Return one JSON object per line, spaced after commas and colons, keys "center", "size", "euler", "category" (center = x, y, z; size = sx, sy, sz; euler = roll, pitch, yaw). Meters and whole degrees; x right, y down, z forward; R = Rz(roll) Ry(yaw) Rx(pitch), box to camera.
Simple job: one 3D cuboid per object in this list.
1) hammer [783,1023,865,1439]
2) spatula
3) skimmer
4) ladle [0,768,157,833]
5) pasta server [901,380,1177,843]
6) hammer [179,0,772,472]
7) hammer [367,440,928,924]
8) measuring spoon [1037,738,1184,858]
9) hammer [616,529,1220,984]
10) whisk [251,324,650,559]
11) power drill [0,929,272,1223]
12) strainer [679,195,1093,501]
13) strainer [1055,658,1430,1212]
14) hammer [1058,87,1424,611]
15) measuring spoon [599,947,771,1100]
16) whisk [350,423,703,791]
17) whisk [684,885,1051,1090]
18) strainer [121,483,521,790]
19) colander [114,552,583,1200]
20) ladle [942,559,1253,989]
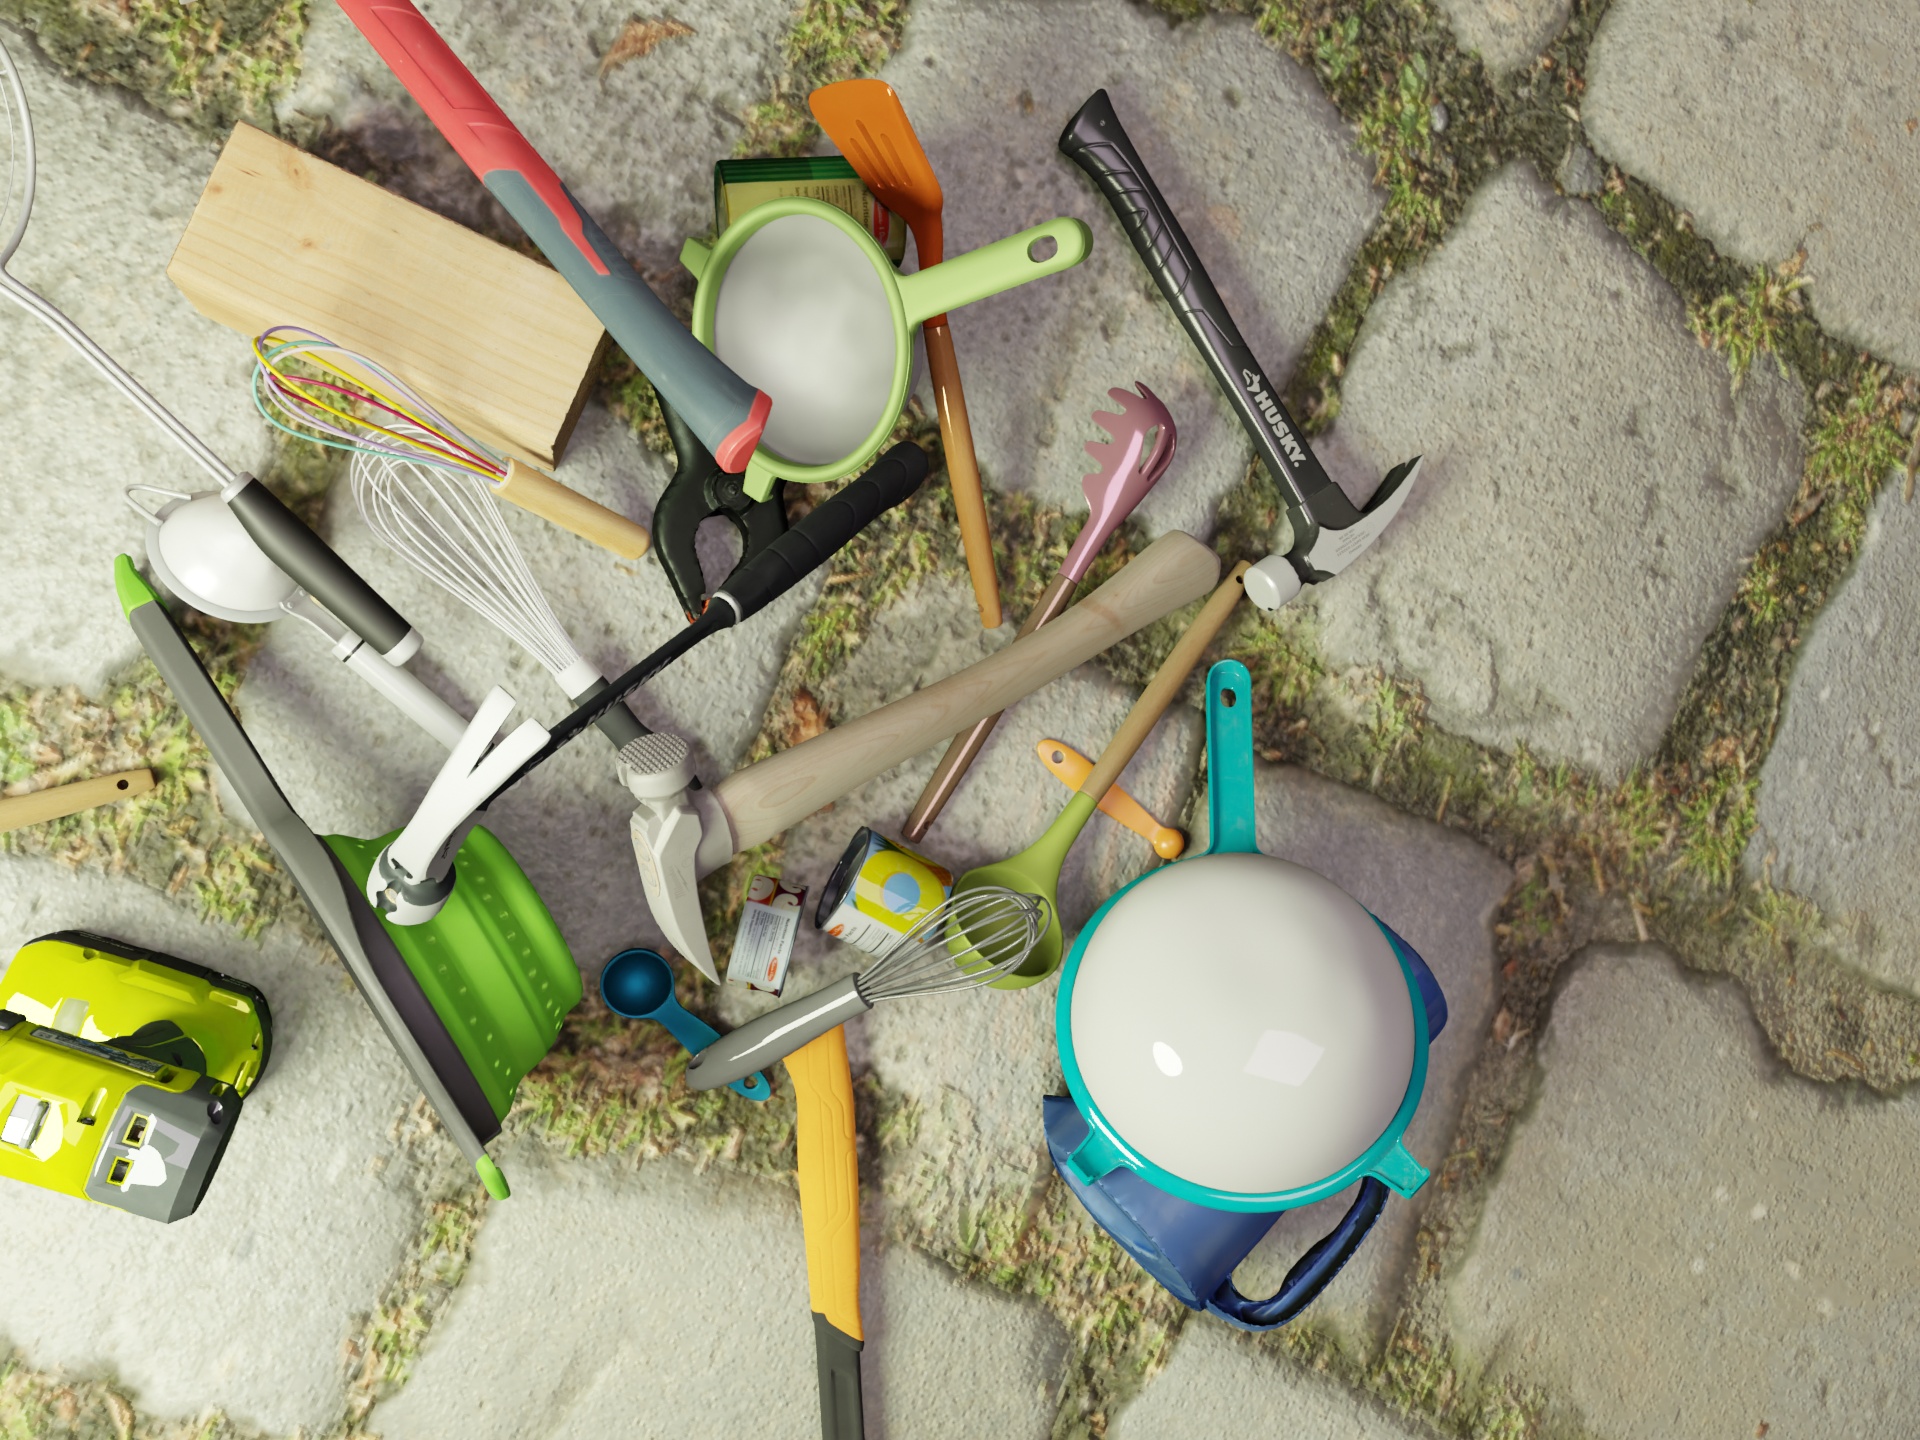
{"center": [-0.066, 0.334, 0.940], "size": [0.127, 0.034, 0.337], "euler": [-5, 90, -13], "category": "hammer"}
{"center": [-0.017, -0.200, 0.913], "size": [0.041, 0.081, 0.322], "euler": [-26, 116, -30], "category": "spatula"}
{"center": [-0.382, -0.174, 0.774], "size": [0.090, 0.127, 0.363], "euler": [-31, 116, 20], "category": "skimmer"}
{"center": [-0.584, 0.071, 0.821], "size": [0.315, 0.031, 0.069], "euler": [-15, 95, -16], "category": "ladle"}
{"center": [0.047, -0.065, 0.975], "size": [0.060, 0.040, 0.316], "euler": [33, 87, -41], "category": "pasta server"}
{"center": [-0.239, -0.275, 0.826], "size": [0.143, 0.038, 0.386], "euler": [-33, 78, -37], "category": "hammer"}
{"center": [-0.130, -0.053, 0.814], "size": [0.036, 0.149, 0.409], "euler": [44, 45, 0], "category": "hammer"}
{"center": [0.095, 0.049, 0.996], "size": [0.117, 0.011, 0.021], "euler": [38, 81, -10], "category": "measuring spoon"}
{"center": [-0.001, -0.003, 0.909], "size": [0.410, 0.038, 0.146], "euler": [-29, 130, -30], "category": "hammer"}
{"center": [-0.260, -0.136, 0.838], "size": [0.244, 0.047, 0.051], "euler": [27, 84, -47], "category": "whisk"}
{"center": [-0.430, 0.158, 0.752], "size": [0.190, 0.228, 0.080], "euler": [22, 84, -13], "category": "power drill"}
{"center": [-0.030, -0.219, 0.851], "size": [0.069, 0.256, 0.151], "euler": [-24, 101, -54], "category": "strainer"}
{"center": [0.161, 0.097, 0.904], "size": [0.211, 0.095, 0.341], "euler": [1, 62, 4], "category": "strainer"}
{"center": [0.165, -0.245, 1.003], "size": [0.146, 0.035, 0.335], "euler": [-33, 94, -19], "category": "hammer"}
{"center": [-0.158, 0.179, 0.932], "size": [0.042, 0.021, 0.128], "euler": [-43, 108, 2], "category": "measuring spoon"}
{"center": [-0.237, -0.050, 0.898], "size": [0.070, 0.070, 0.284], "euler": [-41, 103, -11], "category": "whisk"}
{"center": [-0.055, 0.155, 0.890], "size": [0.239, 0.055, 0.055], "euler": [-28, 96, 14], "category": "whisk"}
{"center": [-0.339, -0.049, 0.870], "size": [0.258, 0.050, 0.087], "euler": [44, 38, -18], "category": "strainer"}
{"center": [-0.308, 0.056, 0.831], "size": [0.094, 0.204, 0.397], "euler": [-32, 78, -23], "category": "colander"}
{"center": [0.096, 0.025, 0.968], "size": [0.078, 0.062, 0.320], "euler": [37, 76, -5], "category": "ladle"}
